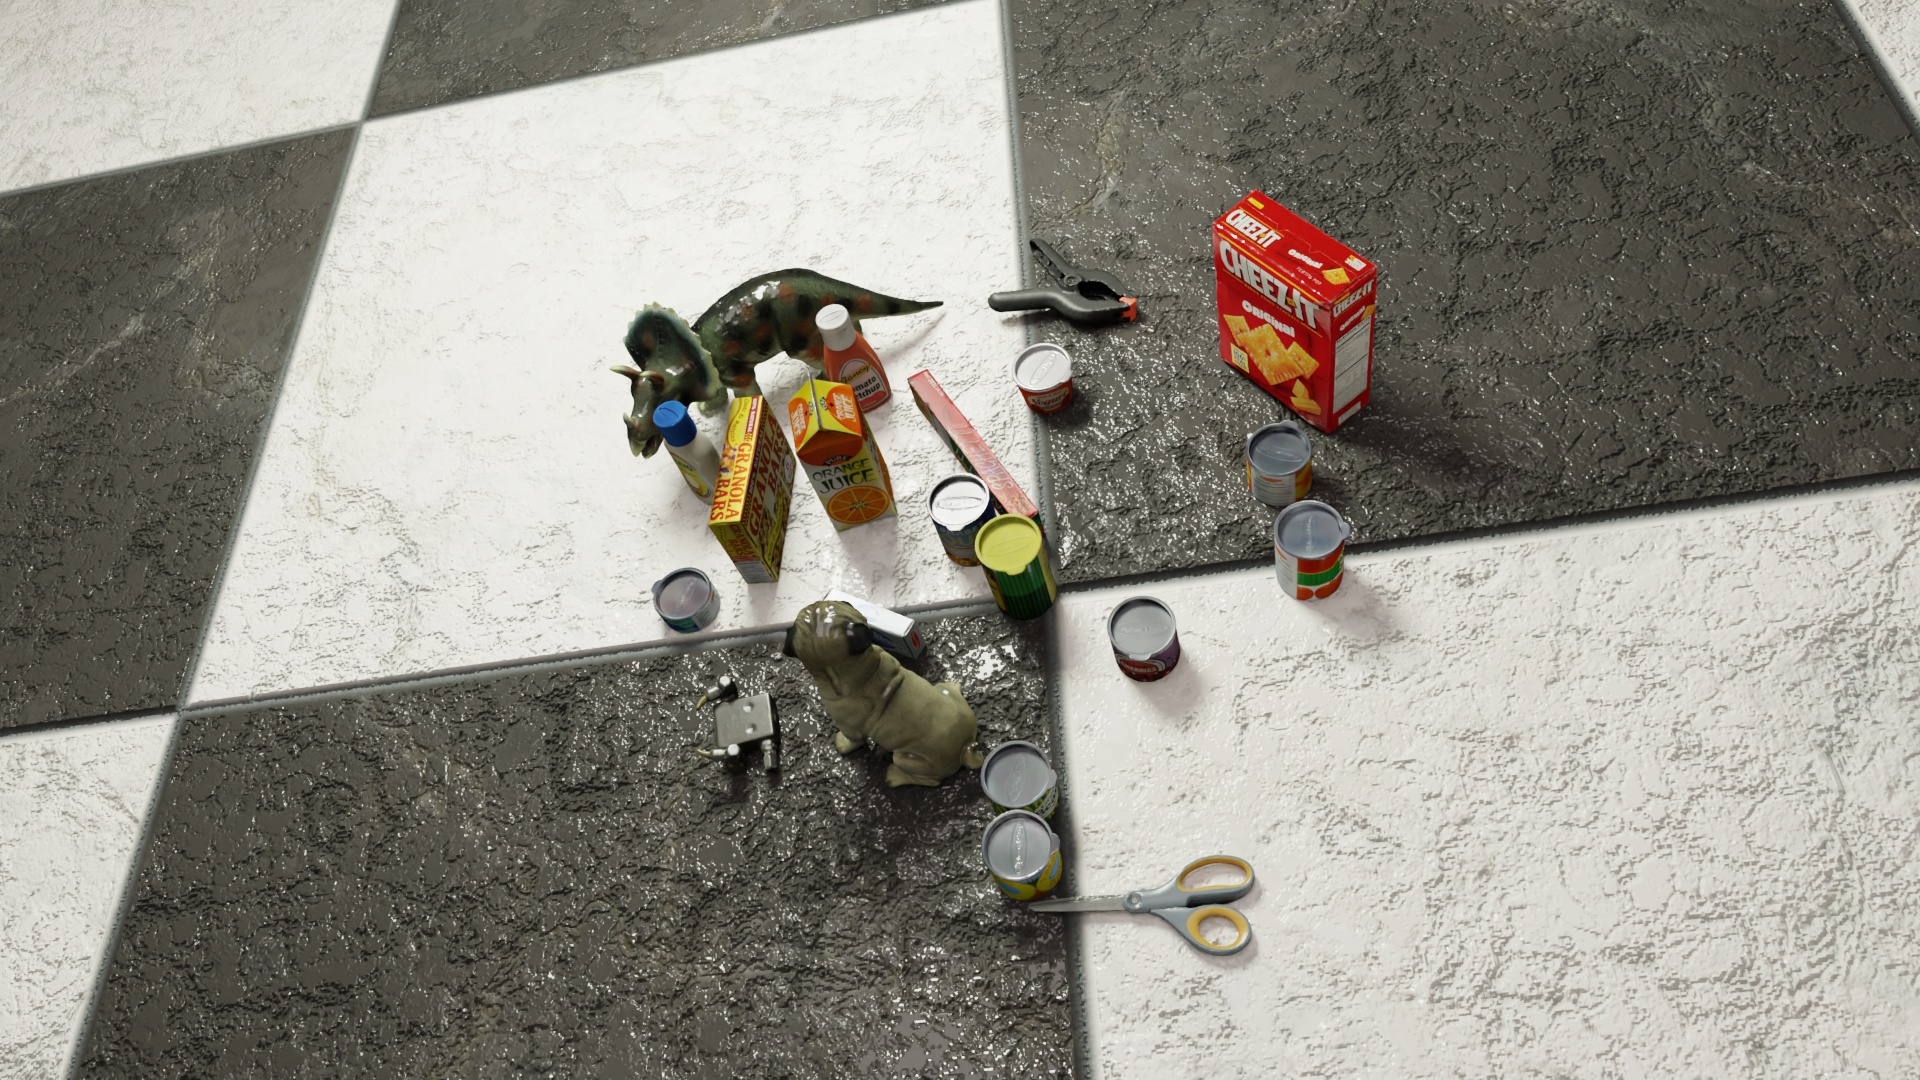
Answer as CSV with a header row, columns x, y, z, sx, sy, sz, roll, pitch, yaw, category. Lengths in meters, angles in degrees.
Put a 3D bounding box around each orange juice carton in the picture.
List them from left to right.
x,y,z,sx,sy,sz,roll,pitch,yaw,category
-0.129,-0.096,1.468,0.073,0.191,0.072,-16,56,4,orange juice carton

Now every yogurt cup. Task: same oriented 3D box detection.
x,y,z,sx,sy,sz,roll,pitch,yaw,category
0.094,-0.178,1.552,0.072,0.053,0.073,-6,57,10,yogurt cup

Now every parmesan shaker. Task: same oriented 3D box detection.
x,y,z,sx,sy,sz,roll,pitch,yaw,category
0.057,0.031,1.395,0.071,0.102,0.071,-6,57,10,parmesan shaker

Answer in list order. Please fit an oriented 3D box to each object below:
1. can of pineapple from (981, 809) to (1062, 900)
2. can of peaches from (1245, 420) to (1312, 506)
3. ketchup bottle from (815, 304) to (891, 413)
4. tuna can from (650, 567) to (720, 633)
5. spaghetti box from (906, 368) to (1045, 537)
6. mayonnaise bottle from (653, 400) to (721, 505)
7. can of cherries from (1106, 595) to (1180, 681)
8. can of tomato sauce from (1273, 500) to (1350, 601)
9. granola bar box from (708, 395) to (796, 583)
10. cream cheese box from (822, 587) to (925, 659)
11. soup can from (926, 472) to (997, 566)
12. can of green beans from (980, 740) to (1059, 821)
x,y,z,sx,sy,sz,roll,pitch,yaw,category
0.058,0.286,1.256,0.071,0.057,0.071,-6,57,10,can of pineapple
0.329,-0.079,1.427,0.071,0.057,0.071,-6,57,10,can of peaches
-0.125,-0.204,1.565,0.065,0.148,0.044,-25,56,-3,ketchup bottle
-0.298,0.064,1.502,0.071,0.032,0.071,-6,56,10,tuna can
0.015,-0.092,1.517,0.029,0.050,0.251,-31,56,-7,spaghetti box
-0.296,-0.096,1.536,0.065,0.147,0.041,27,68,27,mayonnaise bottle
0.178,0.098,1.348,0.071,0.058,0.072,-6,57,10,can of cherries
0.341,0.011,1.350,0.071,0.082,0.071,-6,57,10,can of tomato sauce
-0.222,-0.055,1.506,0.039,0.123,0.166,-3,57,12,granola bar box
-0.089,0.086,1.425,0.104,0.053,0.024,20,65,24,cream cheese box
0.005,-0.018,1.451,0.071,0.083,0.072,-6,57,10,soup can
0.057,0.229,1.293,0.071,0.057,0.071,-6,57,10,can of green beans
